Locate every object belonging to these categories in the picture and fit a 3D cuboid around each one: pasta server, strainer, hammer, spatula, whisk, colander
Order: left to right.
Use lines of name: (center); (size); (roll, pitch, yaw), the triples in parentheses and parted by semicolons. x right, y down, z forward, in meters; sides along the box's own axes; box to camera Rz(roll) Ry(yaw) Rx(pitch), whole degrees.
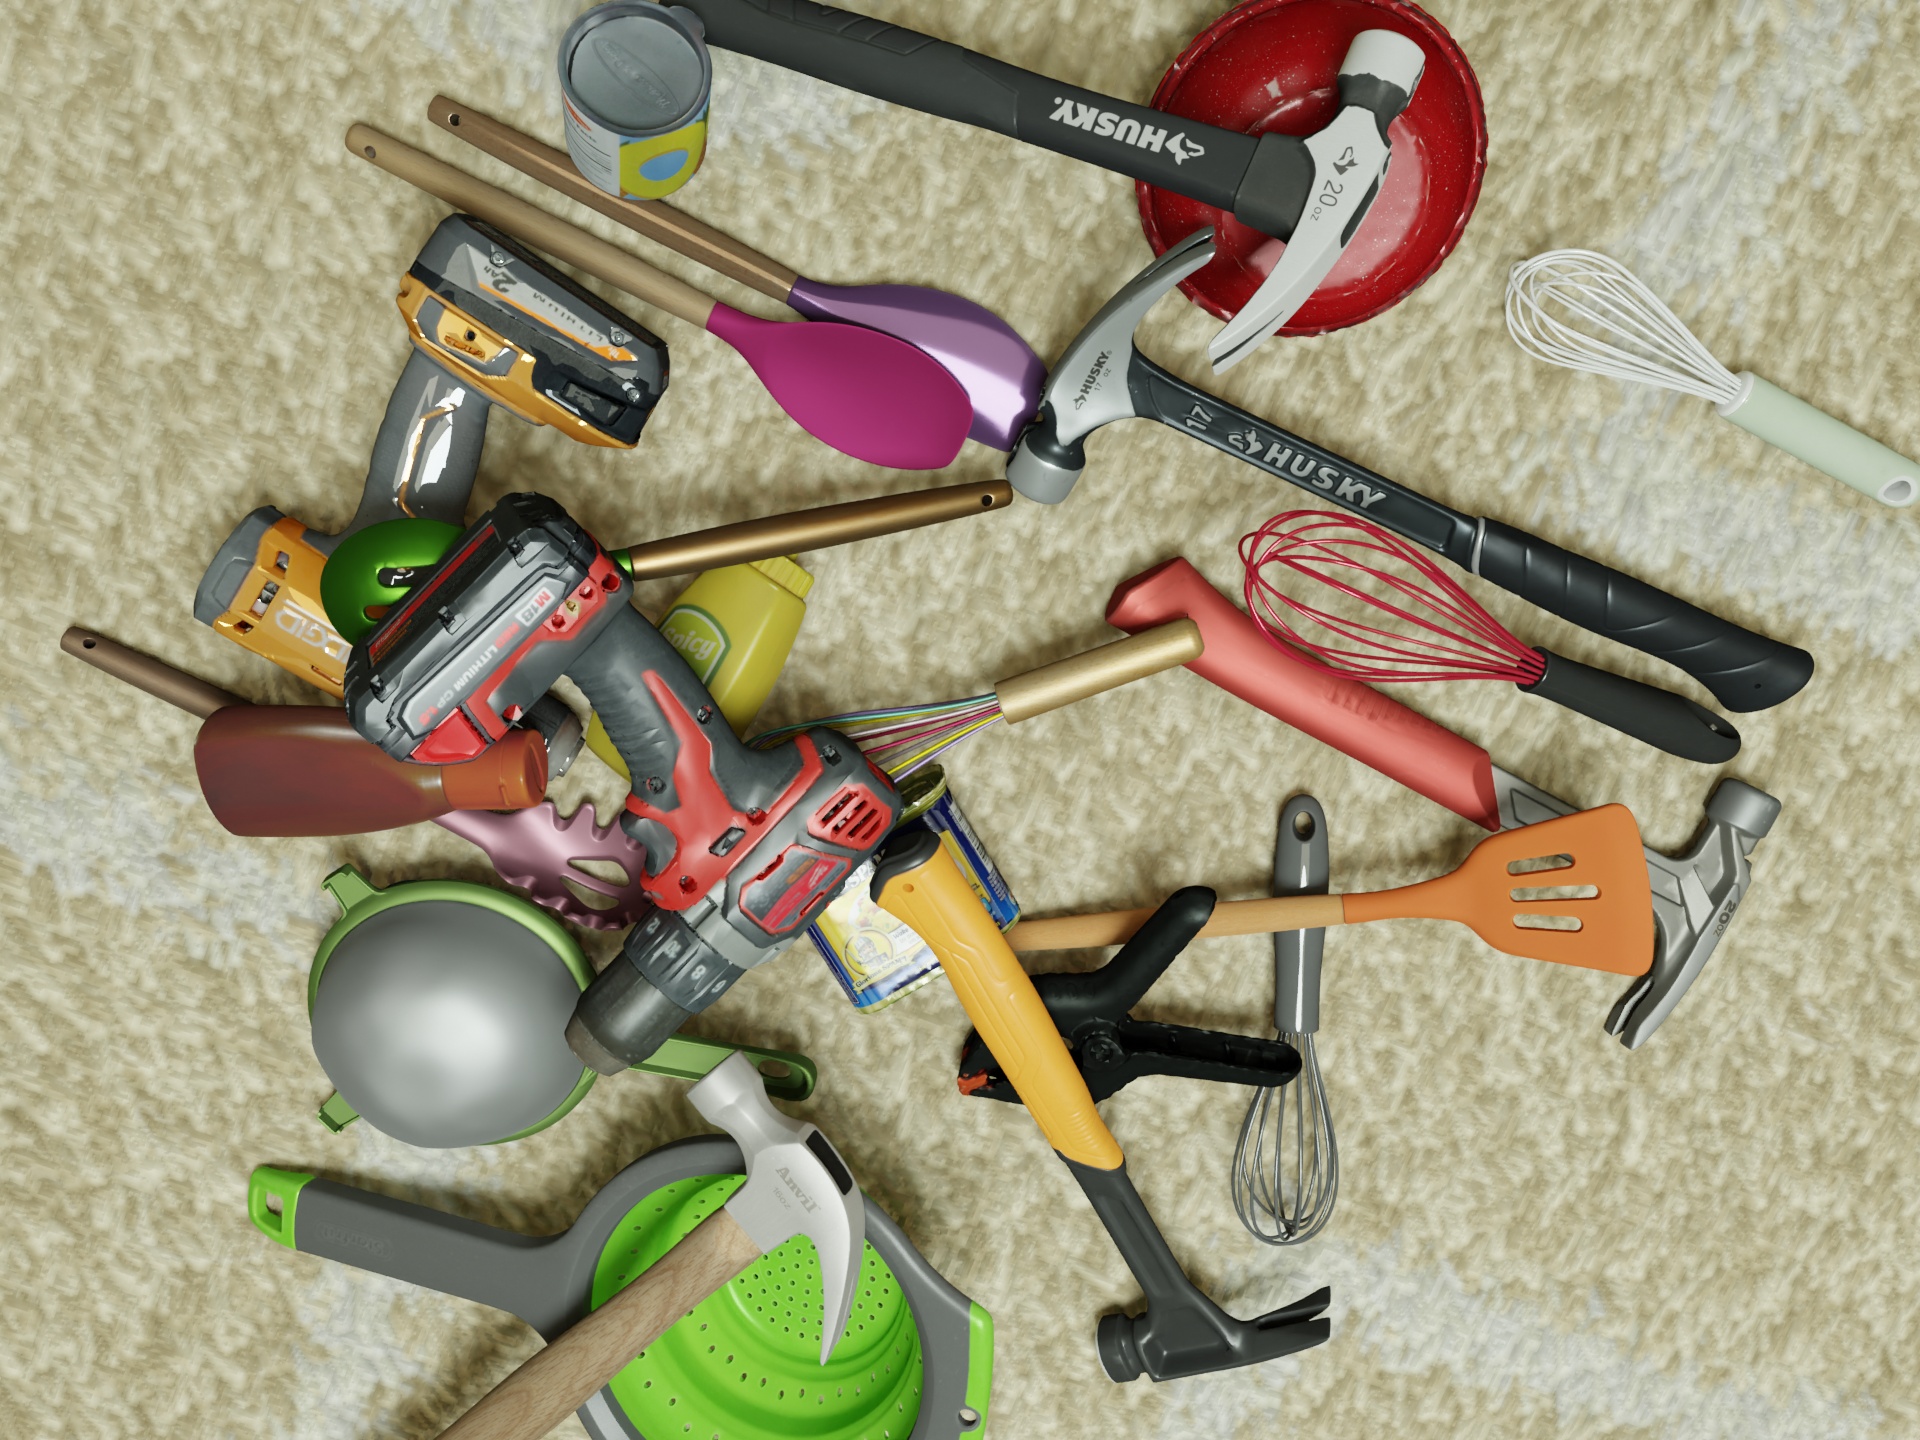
pasta server: (-0.288, 0.024, 0.775); (0.316, 0.040, 0.060); (26, 62, -5)
strainer: (-0.199, 0.166, 0.768); (0.256, 0.069, 0.151); (10, 110, 0)
hammer: (-0.173, 0.300, 0.745); (0.331, 0.031, 0.130); (-42, 86, 17)
colander: (-0.167, 0.274, 0.806); (0.397, 0.094, 0.204); (11, 101, 13)
spatula: (-0.102, -0.219, 0.756); (0.316, 0.018, 0.059); (25, 105, -7)
whisk: (-0.002, -0.004, 0.771); (0.245, 0.047, 0.051); (-19, 110, 7)
hammer: (0.014, -0.264, 0.687); (0.335, 0.035, 0.146); (24, 90, 16)
hammer: (0.059, 0.192, 0.774); (0.127, 0.034, 0.336); (-21, 111, 24)
whisk: (0.170, 0.156, 0.819); (0.055, 0.055, 0.239); (1, 94, -3)
spatula: (0.163, 0.095, 0.778); (0.322, 0.041, 0.081); (-7, 89, 11)
hammer: (0.231, 0.027, 0.804); (0.359, 0.037, 0.149); (27, 97, -7)
hammer: (0.235, -0.096, 0.764); (0.408, 0.036, 0.149); (22, 129, -11)
whisk: (0.257, -0.030, 0.757); (0.295, 0.073, 0.073); (18, 98, -18)
whisk: (0.372, -0.164, 0.780); (0.246, 0.059, 0.057); (24, 134, -10)

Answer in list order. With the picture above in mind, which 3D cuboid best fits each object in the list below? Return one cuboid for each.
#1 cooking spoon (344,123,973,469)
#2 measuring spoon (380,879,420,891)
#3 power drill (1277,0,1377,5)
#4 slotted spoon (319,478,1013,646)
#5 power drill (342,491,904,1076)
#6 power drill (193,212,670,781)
cooking spoon: (-0.141, -0.204, 0.753); (0.319, 0.017, 0.068); (26, 129, -5)
measuring spoon: (-0.262, 0.136, 0.808); (0.042, 0.021, 0.128); (-12, 109, 6)
power drill: (0.123, -0.435, 0.706); (0.228, 0.080, 0.190); (23, 98, -9)
slotted spoon: (-0.124, -0.077, 0.717); (0.313, 0.031, 0.070); (-13, 117, -16)
power drill: (-0.155, 0.036, 0.684); (0.188, 0.080, 0.226); (-46, 119, -2)
power drill: (-0.220, -0.093, 0.741); (0.185, 0.084, 0.226); (33, 100, -13)
